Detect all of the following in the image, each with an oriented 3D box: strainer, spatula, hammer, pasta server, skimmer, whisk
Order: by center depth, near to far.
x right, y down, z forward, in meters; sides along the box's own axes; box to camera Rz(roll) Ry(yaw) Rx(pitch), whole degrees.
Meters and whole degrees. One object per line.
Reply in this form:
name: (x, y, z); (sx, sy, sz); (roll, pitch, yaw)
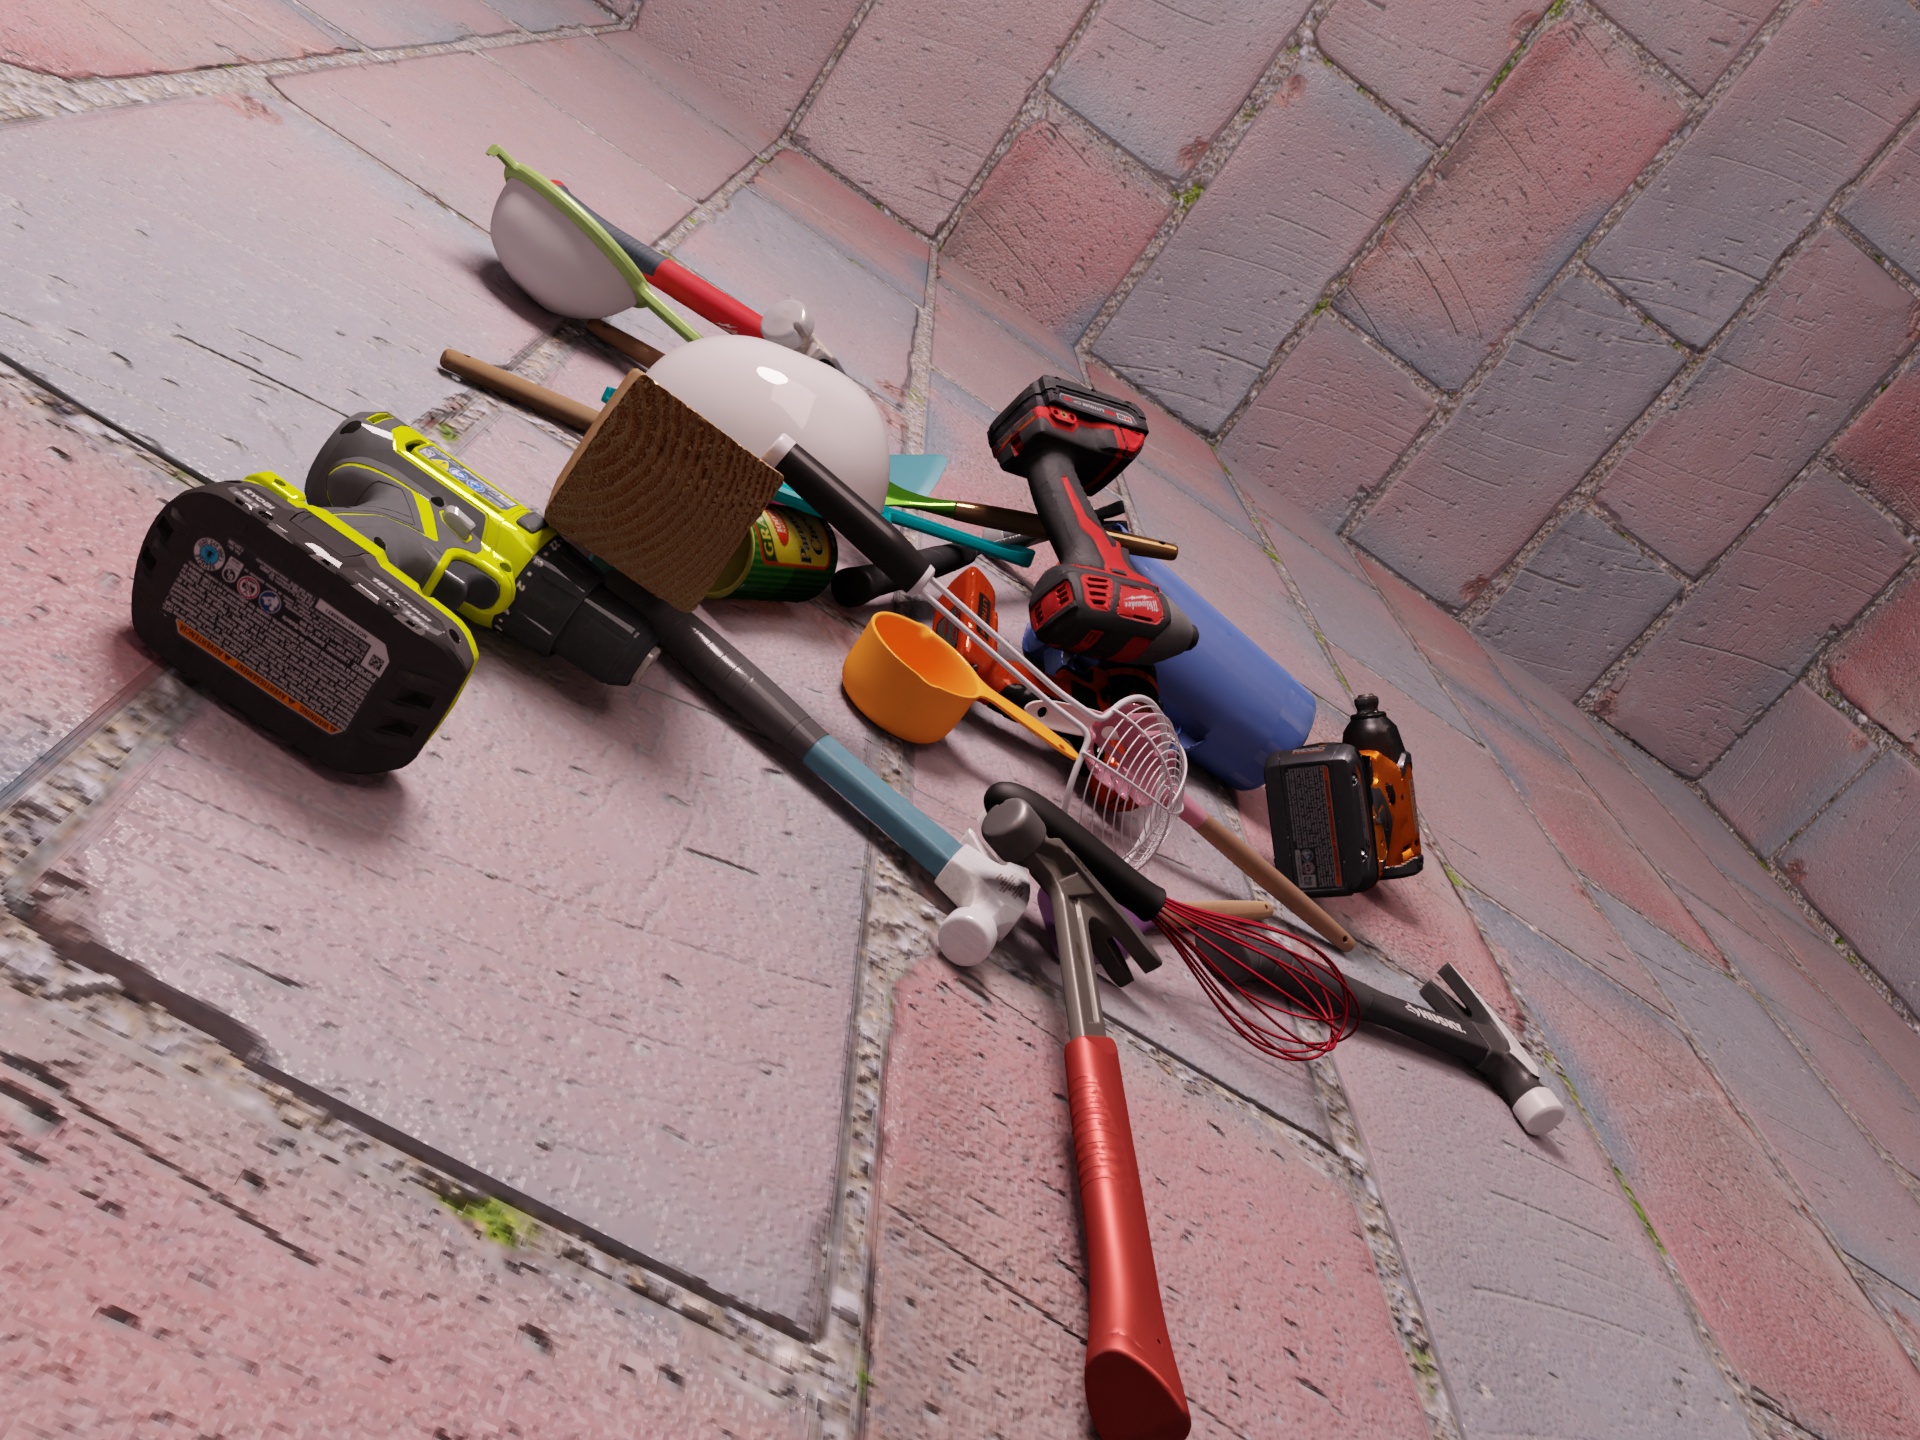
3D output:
hammer: (0.071, 0.186, 0.764); (0.149, 0.036, 0.359); (50, 18, -26)
hammer: (-0.094, 0.007, 0.912); (0.331, 0.033, 0.128); (40, 21, 7)
whisk: (0.130, 0.122, 0.962); (0.295, 0.073, 0.073); (35, 20, -18)
skimmer: (0.008, -0.039, 1.005); (0.363, 0.127, 0.090); (41, -26, -12)
spatula: (0.137, 0.127, 1.051); (0.315, 0.018, 0.060); (8, 59, -55)
hammer: (0.291, 0.199, 1.135); (0.334, 0.035, 0.146); (24, 25, -32)
strainer: (-0.077, -0.198, 1.141); (0.340, 0.095, 0.211); (16, 12, -28)
pasta server: (0.195, 0.088, 1.156); (0.316, 0.060, 0.040); (39, -12, -27)
strainer: (-0.285, -0.334, 1.268); (0.256, 0.069, 0.151); (41, -7, 8)
hammer: (-0.225, -0.347, 1.300); (0.387, 0.038, 0.143); (37, -11, 32)
spatula: (-0.166, -0.259, 1.318); (0.317, 0.044, 0.082); (29, 46, -2)
hammer: (0.012, -0.139, 1.320); (0.409, 0.149, 0.036); (-27, 107, -61)

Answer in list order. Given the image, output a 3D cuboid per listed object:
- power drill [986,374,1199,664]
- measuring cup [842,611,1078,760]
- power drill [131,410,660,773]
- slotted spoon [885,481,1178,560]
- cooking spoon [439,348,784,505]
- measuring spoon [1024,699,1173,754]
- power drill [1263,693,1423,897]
power drill: (0.104, -0.142, 1.199); (0.143, 0.078, 0.220); (10, 56, -36)
measuring cup: (-0.002, -0.003, 1.064); (0.173, 0.052, 0.095); (33, 20, -17)
power drill: (-0.247, -0.059, 0.740); (0.190, 0.080, 0.228); (35, 17, -5)
slotted spoon: (0.021, -0.164, 1.264); (0.313, 0.031, 0.070); (11, 37, -5)
cooking spoon: (-0.230, -0.201, 1.160); (0.318, 0.017, 0.069); (20, 20, -40)
measuring spoon: (0.096, 0.001, 1.123); (0.124, 0.034, 0.018); (12, 10, -27)
power drill: (0.327, 0.061, 1.331); (0.226, 0.084, 0.164); (-4, 87, -60)
